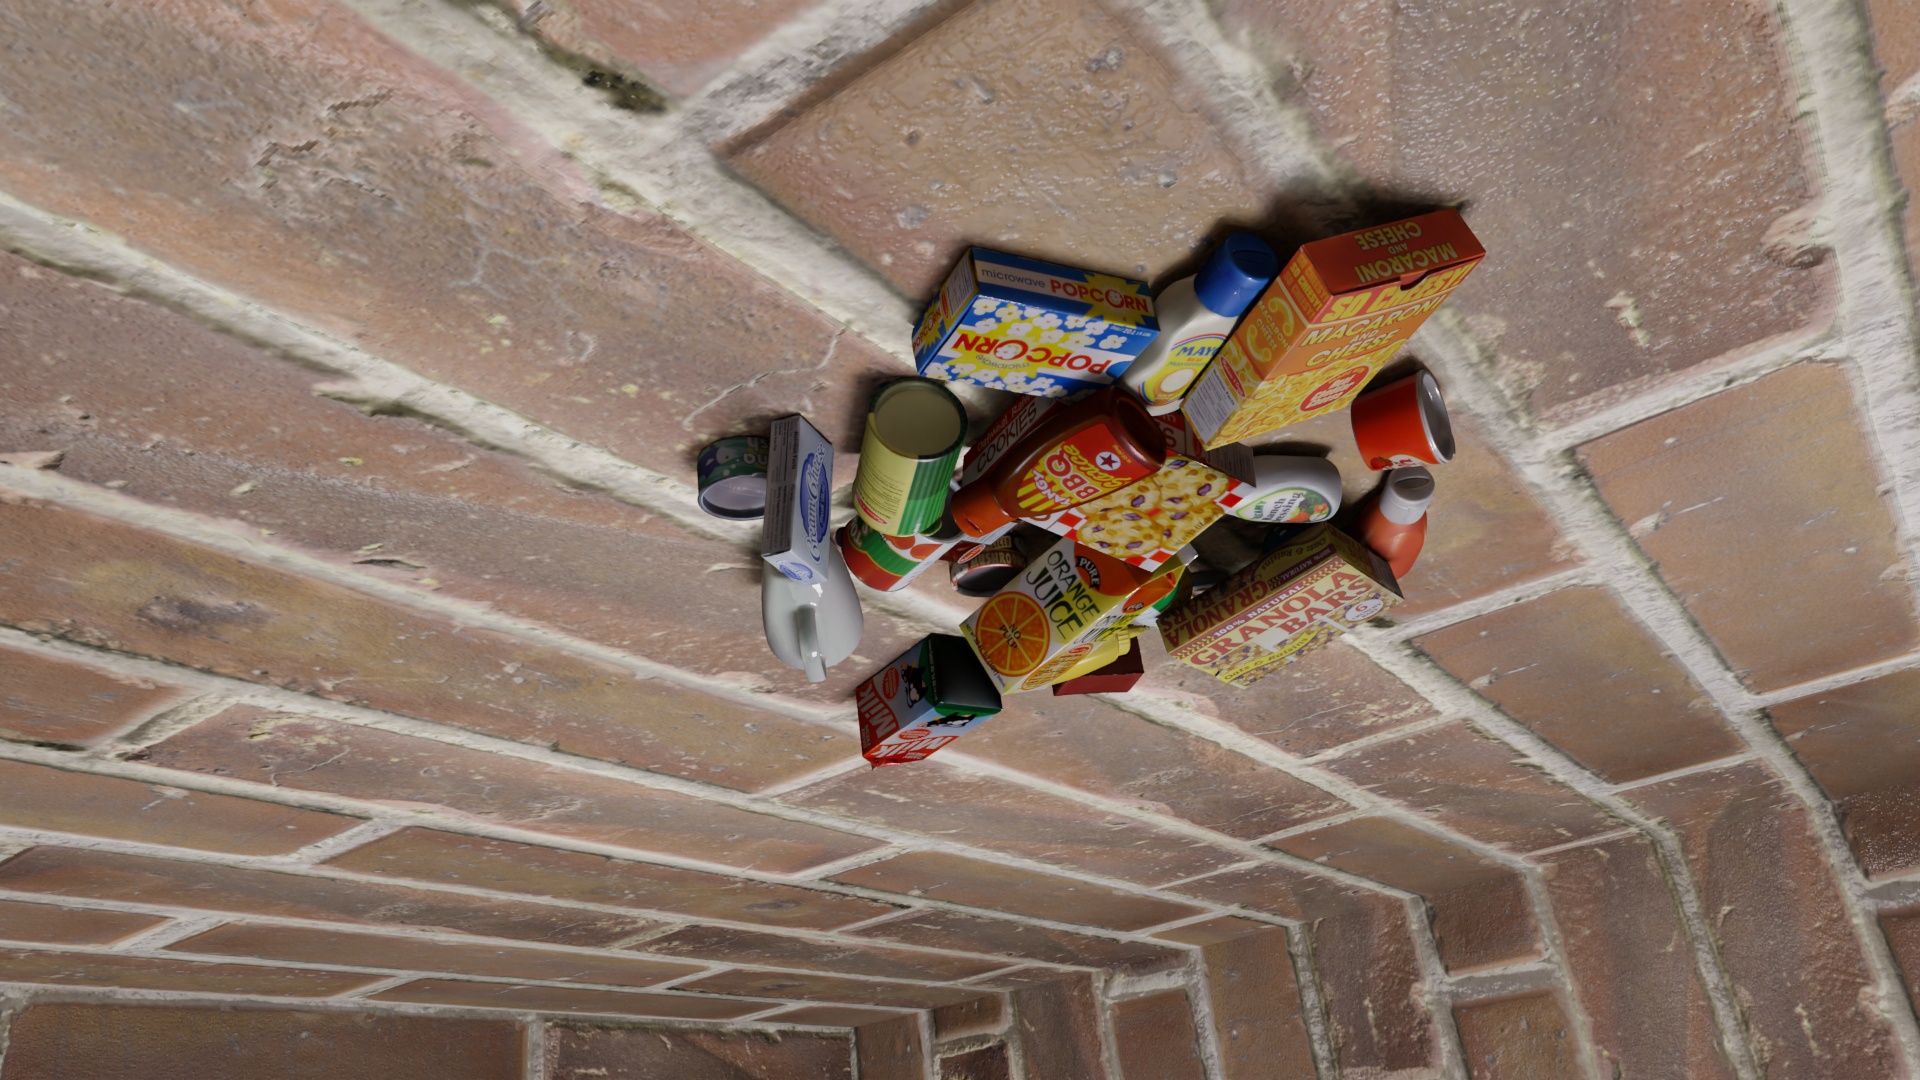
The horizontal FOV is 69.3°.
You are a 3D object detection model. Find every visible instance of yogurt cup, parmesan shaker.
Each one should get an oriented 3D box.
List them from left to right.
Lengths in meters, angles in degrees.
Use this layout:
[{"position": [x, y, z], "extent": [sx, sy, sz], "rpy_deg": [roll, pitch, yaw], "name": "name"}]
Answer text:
[{"position": [-0.033, -0.054, 0.938], "extent": [0.071, 0.071, 0.102], "rpy_deg": [-1, 152, -12], "name": "parmesan shaker"}, {"position": [0.311, -0.081, 0.982], "extent": [0.054, 0.072, 0.072], "rpy_deg": [-15, 154, 32], "name": "yogurt cup"}]

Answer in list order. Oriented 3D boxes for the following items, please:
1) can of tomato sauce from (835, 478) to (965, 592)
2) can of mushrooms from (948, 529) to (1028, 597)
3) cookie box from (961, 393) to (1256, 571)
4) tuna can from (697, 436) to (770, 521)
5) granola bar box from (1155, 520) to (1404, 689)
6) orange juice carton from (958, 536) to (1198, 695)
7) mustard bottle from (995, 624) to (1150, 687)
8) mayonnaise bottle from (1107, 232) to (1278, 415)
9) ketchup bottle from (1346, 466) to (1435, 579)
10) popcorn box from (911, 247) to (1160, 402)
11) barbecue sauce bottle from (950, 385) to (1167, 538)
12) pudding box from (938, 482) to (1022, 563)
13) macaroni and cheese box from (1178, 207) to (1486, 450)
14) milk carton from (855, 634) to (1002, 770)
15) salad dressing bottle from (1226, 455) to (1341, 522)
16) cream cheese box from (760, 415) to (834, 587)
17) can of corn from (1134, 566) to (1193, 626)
[{"position": [-0.042, -0.010, 1.030], "extent": [0.071, 0.071, 0.082], "rpy_deg": [10, 148, -31], "name": "can of tomato sauce"}, {"position": [0.024, 0.018, 1.138], "extent": [0.071, 0.033, 0.070], "rpy_deg": [-5, 154, -3], "name": "can of mushrooms"}, {"position": [0.102, -0.049, 0.974], "extent": [0.167, 0.040, 0.122], "rpy_deg": [21, 140, -22], "name": "cookie box"}, {"position": [-0.149, -0.044, 0.969], "extent": [0.071, 0.033, 0.070], "rpy_deg": [-6, 154, -3], "name": "tuna can"}, {"position": [0.265, 0.058, 1.149], "extent": [0.165, 0.039, 0.124], "rpy_deg": [-35, 142, 27], "name": "granola bar box"}, {"position": [0.099, 0.040, 1.110], "extent": [0.192, 0.072, 0.073], "rpy_deg": [-41, 159, 24], "name": "orange juice carton"}, {"position": [0.104, 0.096, 1.284], "extent": [0.160, 0.065, 0.048], "rpy_deg": [-10, 151, -12], "name": "mustard bottle"}, {"position": [0.142, -0.131, 0.861], "extent": [0.065, 0.041, 0.147], "rpy_deg": [-3, 154, -25], "name": "mayonnaise bottle"}, {"position": [0.358, -0.012, 1.154], "extent": [0.065, 0.044, 0.148], "rpy_deg": [-8, 153, -1], "name": "ketchup bottle"}, {"position": [0.044, -0.128, 0.846], "extent": [0.127, 0.038, 0.084], "rpy_deg": [7, 149, -25], "name": "popcorn box"}, {"position": [0.059, -0.045, 0.909], "extent": [0.148, 0.044, 0.064], "rpy_deg": [-27, 123, 35], "name": "barbecue sauce bottle"}, {"position": [0.004, -0.013, 1.073], "extent": [0.050, 0.030, 0.083], "rpy_deg": [9, 149, -32], "name": "pudding box"}, {"position": [0.225, -0.126, 0.854], "extent": [0.124, 0.040, 0.165], "rpy_deg": [-18, 160, -26], "name": "macaroni and cheese box"}, {"position": [-0.044, 0.164, 1.368], "extent": [0.073, 0.072, 0.189], "rpy_deg": [11, 149, -32], "name": "milk carton"}, {"position": [0.214, -0.040, 1.059], "extent": [0.148, 0.044, 0.064], "rpy_deg": [1, 152, -11], "name": "salad dressing bottle"}, {"position": [-0.109, -0.027, 0.934], "extent": [0.024, 0.104, 0.053], "rpy_deg": [-10, 152, 21], "name": "cream cheese box"}, {"position": [0.155, 0.031, 1.166], "extent": [0.071, 0.071, 0.058], "rpy_deg": [-21, 151, 25], "name": "can of corn"}]
